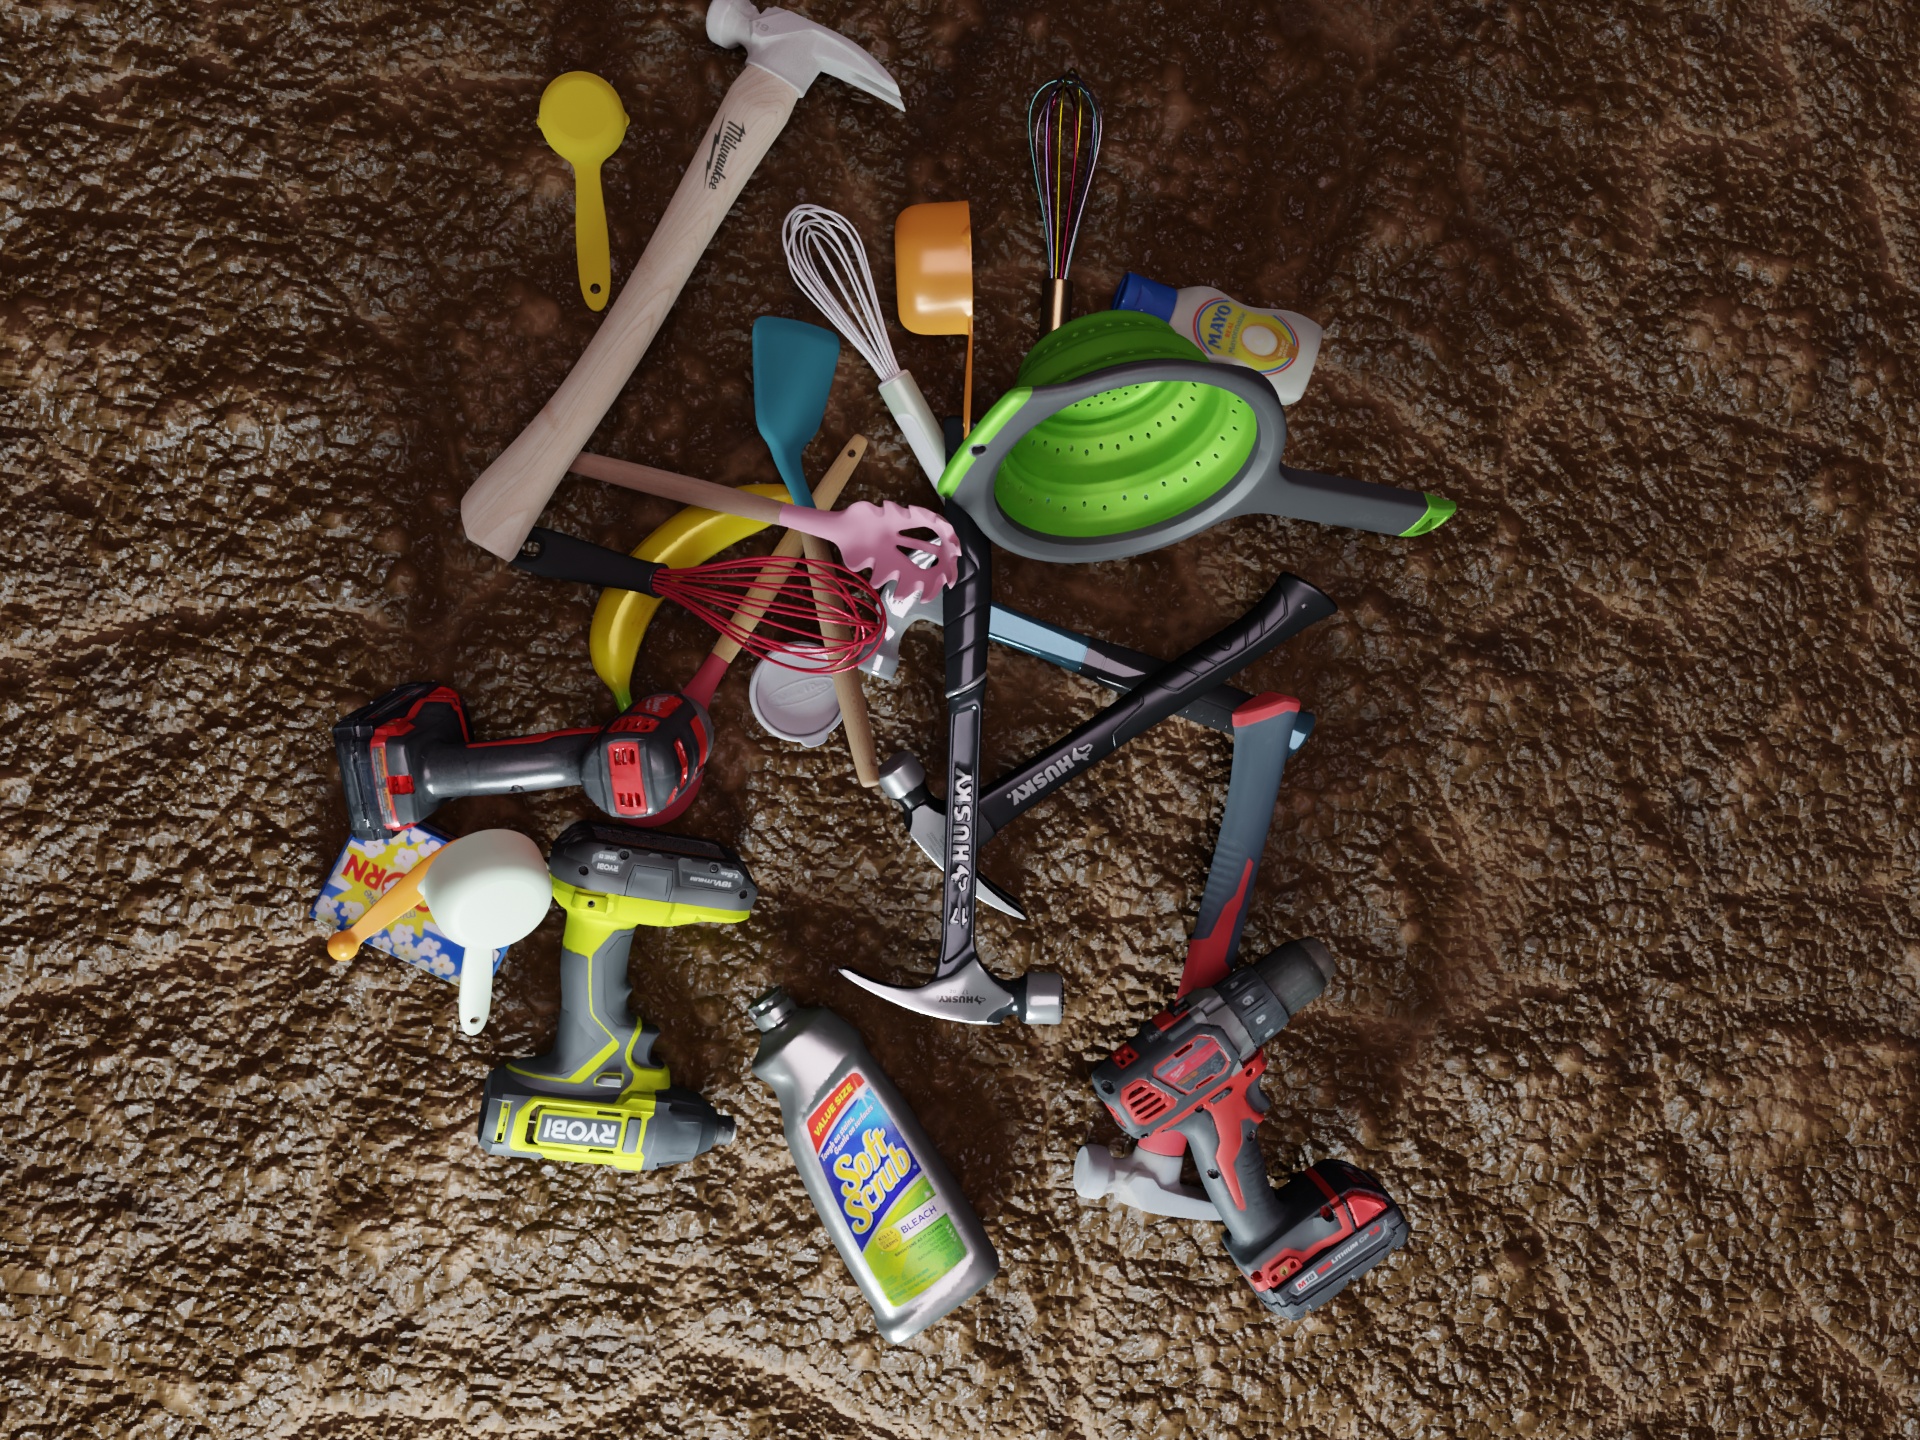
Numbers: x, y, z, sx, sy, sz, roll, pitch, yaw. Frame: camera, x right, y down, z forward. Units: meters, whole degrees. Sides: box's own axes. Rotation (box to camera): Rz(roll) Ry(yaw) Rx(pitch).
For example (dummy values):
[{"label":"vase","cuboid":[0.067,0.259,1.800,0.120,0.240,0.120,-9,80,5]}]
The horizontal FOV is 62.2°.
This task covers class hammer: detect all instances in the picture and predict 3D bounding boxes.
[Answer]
[{"label":"hammer","cuboid":[0.099,-0.041,1.140,0.331,0.033,0.128,20,91,-10]},{"label":"hammer","cuboid":[-0.002,-0.003,1.070,0.149,0.036,0.409,1,85,3]},{"label":"hammer","cuboid":[0.196,0.171,1.147,0.143,0.038,0.386,13,96,-11]},{"label":"hammer","cuboid":[-0.196,-0.282,1.049,0.146,0.038,0.410,30,87,12]},{"label":"hammer","cuboid":[0.117,0.005,1.113,0.335,0.035,0.146,-33,105,2]}]

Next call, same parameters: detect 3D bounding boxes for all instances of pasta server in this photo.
[{"label":"pasta server","cuboid":[-0.143,-0.140,1.033,0.316,0.040,0.060,16,108,15]}]

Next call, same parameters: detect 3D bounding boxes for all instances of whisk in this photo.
[{"label":"whisk","cuboid":[-0.051,-0.243,1.100,0.059,0.058,0.246,-38,104,-36]},{"label":"whisk","cuboid":[0.068,-0.331,1.116,0.051,0.047,0.245,3,96,-11]},{"label":"whisk","cuboid":[-0.177,-0.087,1.024,0.296,0.073,0.073,15,91,23]}]

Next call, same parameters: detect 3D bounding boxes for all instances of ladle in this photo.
[{"label":"ladle","cuboid":[-0.151,-0.064,1.102,0.069,0.031,0.315,32,86,-5]}]

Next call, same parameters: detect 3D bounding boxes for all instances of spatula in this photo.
[{"label":"spatula","cuboid":[-0.089,-0.112,1.065,0.082,0.044,0.317,-2,76,-52]}]

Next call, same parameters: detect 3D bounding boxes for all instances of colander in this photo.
[{"label":"colander","cuboid":[0.168,-0.188,1.057,0.396,0.204,0.095,4,60,-29]}]

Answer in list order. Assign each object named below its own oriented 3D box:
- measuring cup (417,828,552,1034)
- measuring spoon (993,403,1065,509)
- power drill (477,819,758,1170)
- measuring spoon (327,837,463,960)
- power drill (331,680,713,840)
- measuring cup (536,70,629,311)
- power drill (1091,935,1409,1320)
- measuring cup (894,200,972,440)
[{"label":"measuring cup","cuboid":[-0.303,0.147,1.020,0.083,0.038,0.167,-6,124,-32]},{"label":"measuring spoon","cuboid":[0.056,-0.168,1.126,0.042,0.021,0.128,-31,94,23]},{"label":"power drill","cuboid":[-0.219,0.191,1.078,0.171,0.080,0.223,11,95,-20]},{"label":"measuring spoon","cuboid":[-0.367,0.117,1.042,0.117,0.011,0.021,-40,98,-5]},{"label":"power drill","cuboid":[-0.269,0.019,1.018,0.219,0.143,0.078,-3,106,8]},{"label":"measuring cup","cuboid":[-0.250,-0.356,1.068,0.062,0.029,0.156,-4,94,-9]},{"label":"power drill","cuboid":[0.221,0.278,1.113,0.188,0.080,0.226,-35,100,-4]},{"label":"measuring cup","cuboid":[-0.018,-0.265,1.070,0.052,0.095,0.174,0,78,0]}]
